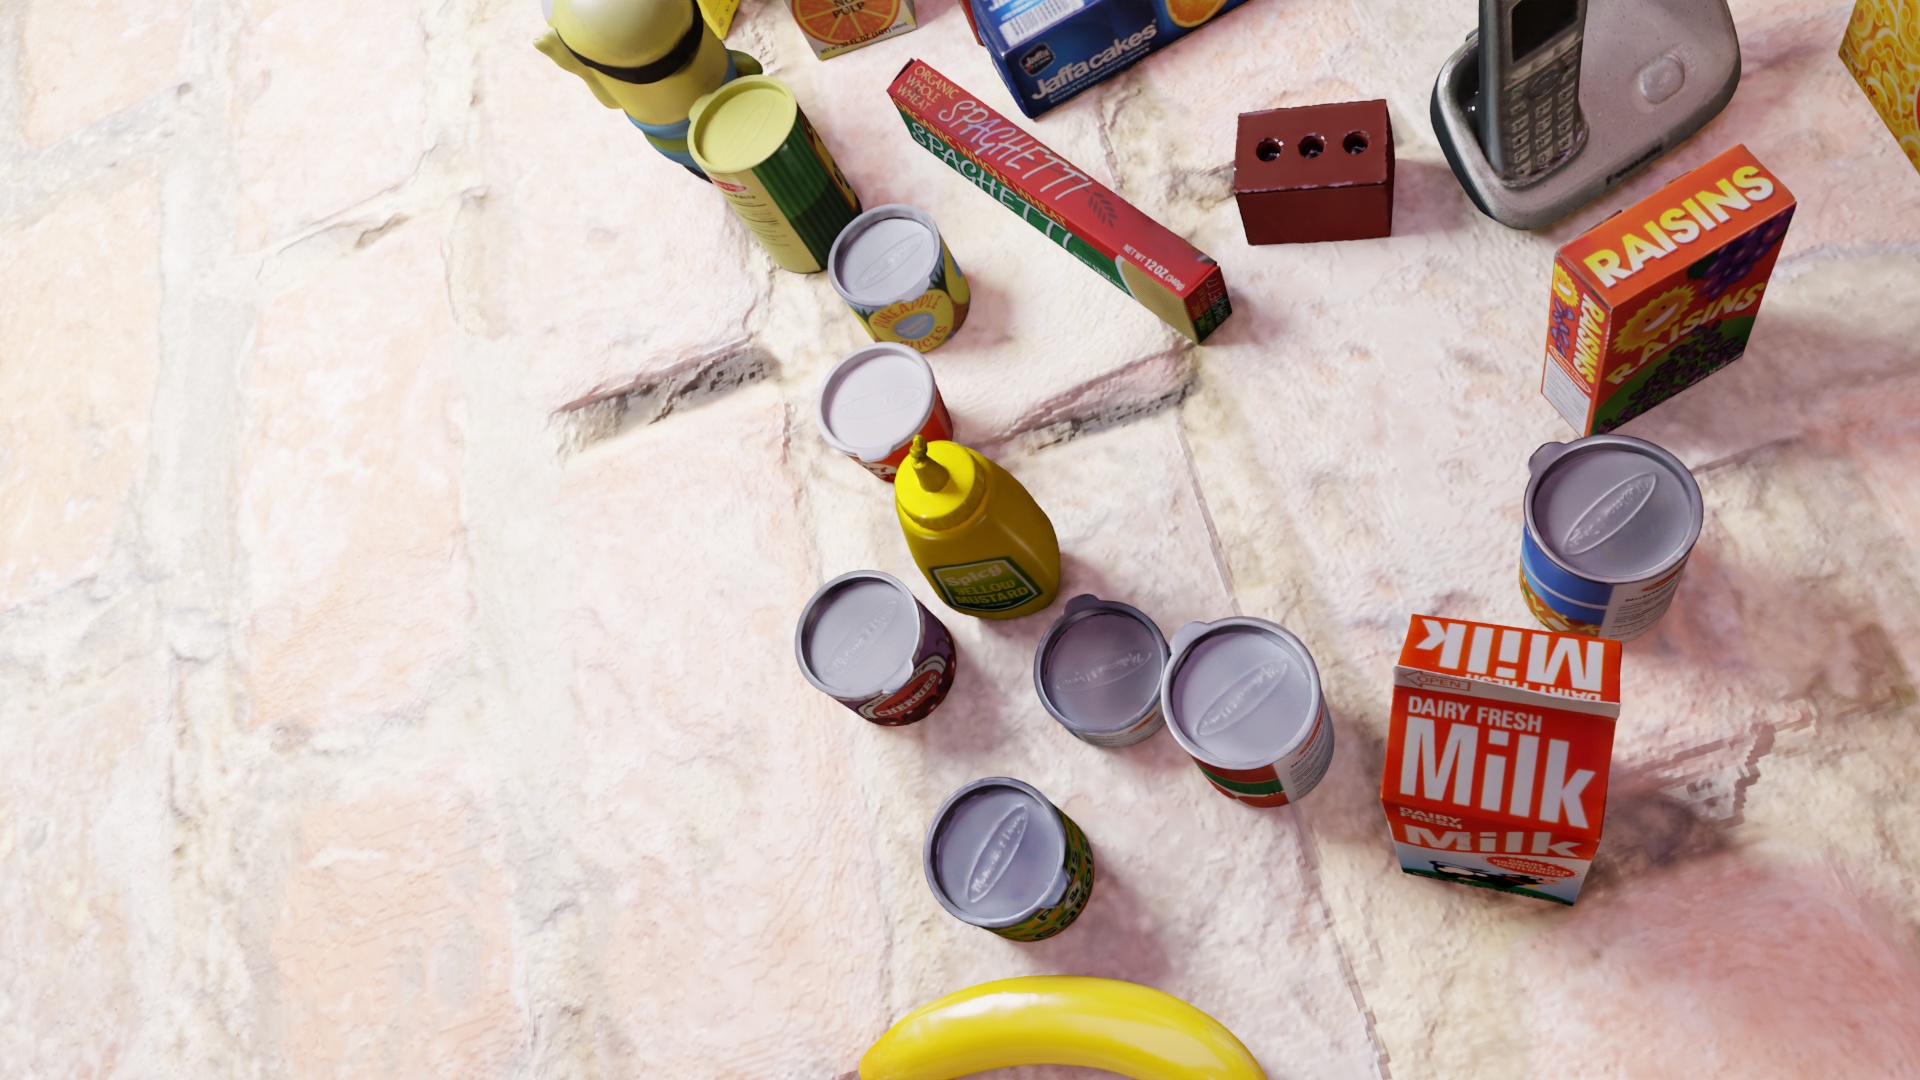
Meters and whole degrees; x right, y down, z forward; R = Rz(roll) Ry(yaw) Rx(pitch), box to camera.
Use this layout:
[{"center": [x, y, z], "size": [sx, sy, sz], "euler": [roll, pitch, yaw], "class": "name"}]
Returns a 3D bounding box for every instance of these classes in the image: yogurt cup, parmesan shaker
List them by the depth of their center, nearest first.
[{"center": [-0.038, -0.066, 0.752], "size": [0.072, 0.054, 0.072], "euler": [-7, 65, 16], "class": "yogurt cup"}, {"center": [-0.107, -0.213, 0.813], "size": [0.071, 0.103, 0.071], "euler": [-7, 66, 17], "class": "parmesan shaker"}]

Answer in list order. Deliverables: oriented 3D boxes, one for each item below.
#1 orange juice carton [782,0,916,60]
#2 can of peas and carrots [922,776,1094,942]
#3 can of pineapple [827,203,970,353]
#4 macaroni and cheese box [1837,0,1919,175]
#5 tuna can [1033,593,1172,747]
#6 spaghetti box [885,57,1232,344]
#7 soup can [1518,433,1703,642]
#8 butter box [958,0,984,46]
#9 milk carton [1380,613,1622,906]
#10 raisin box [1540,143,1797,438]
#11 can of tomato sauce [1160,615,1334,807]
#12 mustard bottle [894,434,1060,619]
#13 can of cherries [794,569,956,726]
[{"center": [-0.093, -0.388, 0.834], "size": [0.072, 0.192, 0.073], "euler": [-14, 64, 14], "class": "orange juice carton"}, {"center": [0.025, 0.148, 0.634], "size": [0.071, 0.058, 0.071], "euler": [-7, 65, 16], "class": "can of peas and carrots"}, {"center": [-0.033, -0.144, 0.783], "size": [0.071, 0.057, 0.071], "euler": [-7, 65, 16], "class": "can of pineapple"}, {"center": [0.441, -0.227, 0.590], "size": [0.040, 0.166, 0.124], "euler": [-19, 63, 11], "class": "macaroni and cheese box"}, {"center": [0.070, 0.063, 0.670], "size": [0.071, 0.032, 0.071], "euler": [-7, 65, 16], "class": "tuna can"}, {"center": [0.050, -0.195, 0.780], "size": [0.029, 0.050, 0.251], "euler": [-45, 61, -3], "class": "spaghetti box"}, {"center": [0.274, 0.000, 0.597], "size": [0.071, 0.083, 0.071], "euler": [-7, 66, 17], "class": "soup can"}, {"center": [0.006, -0.367, 0.869], "size": [0.024, 0.053, 0.104], "euler": [-16, 63, 13], "class": "butter box"}, {"center": [0.203, 0.082, 0.525], "size": [0.072, 0.190, 0.073], "euler": [8, 71, 22], "class": "milk carton"}, {"center": [0.305, -0.104, 0.609], "size": [0.086, 0.123, 0.040], "euler": [-30, 61, 5], "class": "raisin box"}, {"center": [0.127, 0.077, 0.615], "size": [0.071, 0.083, 0.071], "euler": [-7, 66, 17], "class": "can of tomato sauce"}, {"center": [0.002, -0.008, 0.652], "size": [0.065, 0.160, 0.049], "euler": [-10, 65, 15], "class": "mustard bottle"}, {"center": [-0.040, 0.057, 0.696], "size": [0.071, 0.058, 0.072], "euler": [-7, 65, 16], "class": "can of cherries"}]
